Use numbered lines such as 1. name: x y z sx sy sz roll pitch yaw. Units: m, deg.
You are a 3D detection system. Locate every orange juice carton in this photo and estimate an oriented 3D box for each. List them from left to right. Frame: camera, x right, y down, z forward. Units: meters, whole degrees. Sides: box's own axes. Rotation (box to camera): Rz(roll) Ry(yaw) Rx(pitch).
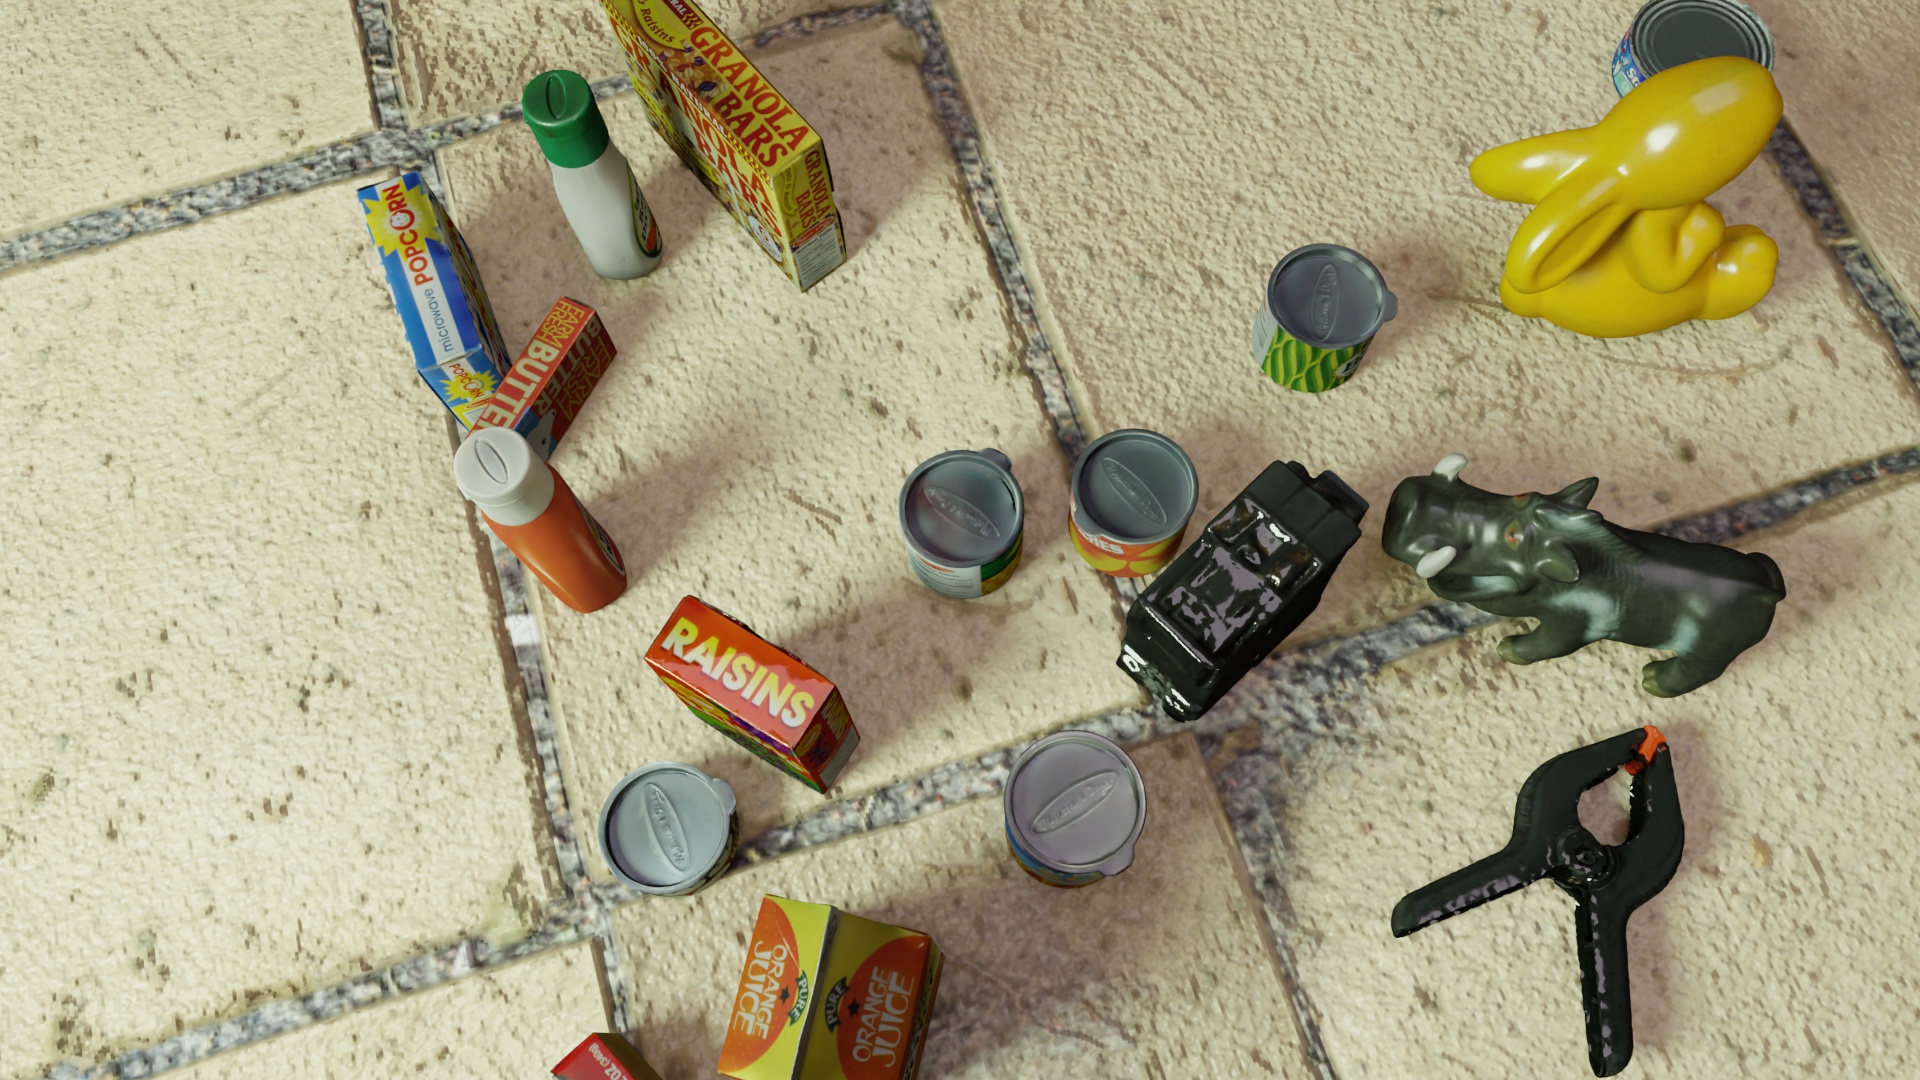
1. orange juice carton: -0.053 0.202 0.601 0.073 0.192 0.072 12 71 6

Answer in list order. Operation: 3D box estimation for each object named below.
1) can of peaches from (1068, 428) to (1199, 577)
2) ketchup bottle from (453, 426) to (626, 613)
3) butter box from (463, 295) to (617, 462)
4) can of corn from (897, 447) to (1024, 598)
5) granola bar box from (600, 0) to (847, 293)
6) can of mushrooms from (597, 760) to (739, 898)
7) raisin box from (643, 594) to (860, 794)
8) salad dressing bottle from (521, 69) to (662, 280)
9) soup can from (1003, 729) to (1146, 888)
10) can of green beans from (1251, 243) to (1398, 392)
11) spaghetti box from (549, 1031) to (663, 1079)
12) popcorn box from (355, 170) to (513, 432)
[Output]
1. can of peaches: 0.090 -0.018 0.750 0.071 0.058 0.071 -1 70 2
2. ketchup bottle: -0.214 -0.011 0.708 0.043 0.148 0.065 -35 73 -10
3. butter box: -0.236 -0.083 0.785 0.024 0.053 0.104 25 72 10
4. can of corn: 0.003 -0.009 0.749 0.071 0.058 0.071 -1 70 2
5. granola bar box: -0.134 -0.238 0.802 0.039 0.124 0.166 -38 73 -11
6. can of mushrooms: -0.146 0.147 0.709 0.071 0.033 0.071 -1 70 1
7. raisin box: -0.098 0.079 0.685 0.086 0.123 0.040 30 74 12
8. salad dressing bottle: -0.205 -0.202 0.778 0.044 0.147 0.064 -10 70 -2
9. soup can: 0.056 0.136 0.680 0.071 0.083 0.071 -1 70 2
10. can of green beans: 0.202 -0.125 0.786 0.071 0.057 0.071 -1 70 2
11. spaghetti box: -0.090 0.324 0.633 0.250 0.050 0.029 41 76 15
12. popcorn box: -0.293 -0.133 0.788 0.038 0.085 0.127 -23 71 -6
